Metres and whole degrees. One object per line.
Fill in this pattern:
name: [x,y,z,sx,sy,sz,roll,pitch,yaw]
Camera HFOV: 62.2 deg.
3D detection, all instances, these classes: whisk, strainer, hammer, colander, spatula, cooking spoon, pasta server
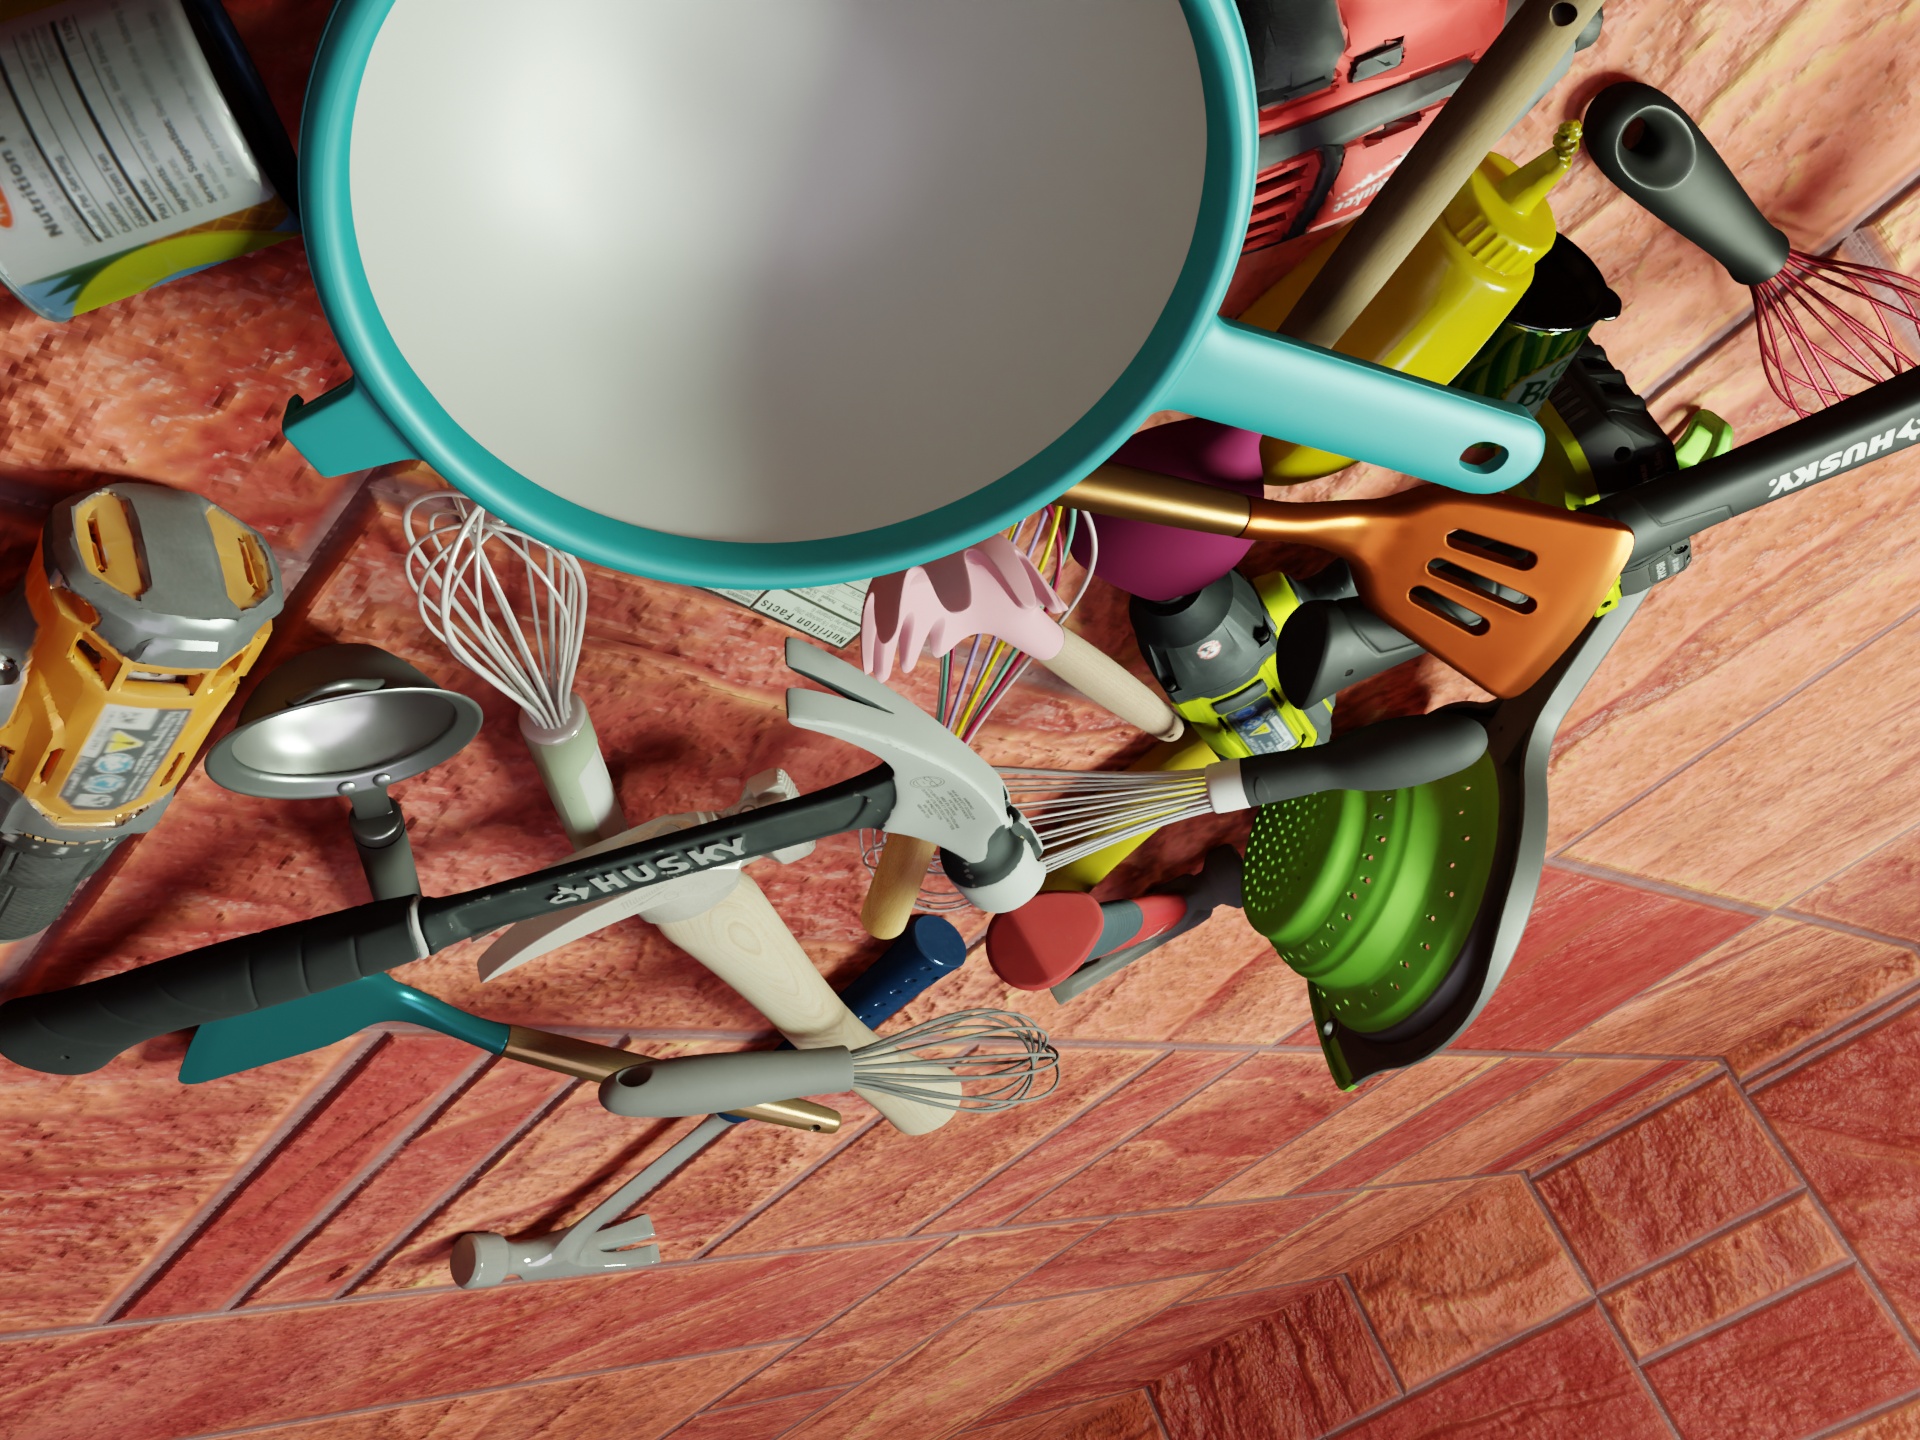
whisk: [0.087,0.036,0.706,0.284,0.070,0.070,-11,153,17]
strainer: [-0.216,0.032,0.581,0.087,0.050,0.258,-13,155,-19]
whisk: [-0.057,0.173,0.777,0.239,0.055,0.055,0,142,-25]
strainer: [0.012,-0.128,0.413,0.340,0.095,0.211,9,135,-28]
hammer: [0.279,-0.080,0.614,0.335,0.035,0.146,-23,141,1]
colander: [0.246,0.009,0.819,0.094,0.205,0.397,20,117,-10]
spatula: [0.074,-0.066,0.519,0.322,0.041,0.081,7,130,-24]
whisk: [-0.148,-0.006,0.572,0.059,0.058,0.246,14,151,6]
whisk: [0.327,-0.178,0.635,0.295,0.073,0.073,17,131,-40]
spatula: [-0.195,0.169,0.761,0.317,0.044,0.082,21,126,-27]
hammer: [-0.142,0.242,0.969,0.405,0.035,0.144,-42,145,26]
whisk: [-0.001,-0.001,0.636,0.051,0.047,0.244,-8,133,-36]
cooking spoon: [0.103,-0.113,0.498,0.068,0.017,0.318,26,153,-5]
hammer: [-0.085,0.150,0.801,0.146,0.038,0.410,-24,149,2]
pasta server: [0.042,-0.017,0.590,0.060,0.040,0.316,-21,163,17]
hammer: [0.063,0.111,0.795,0.143,0.038,0.386,-32,168,11]
hammer: [-0.183,0.070,0.576,0.409,0.036,0.149,-16,144,15]

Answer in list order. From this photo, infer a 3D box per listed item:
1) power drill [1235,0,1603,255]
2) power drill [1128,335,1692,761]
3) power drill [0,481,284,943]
power drill: [0.111,-0.219,0.397,0.143,0.079,0.219,-21,153,-3]
power drill: [0.187,-0.066,0.688,0.223,0.080,0.171,-29,145,13]
power drill: [-0.325,0.003,0.428,0.226,0.084,0.185,4,140,-47]
